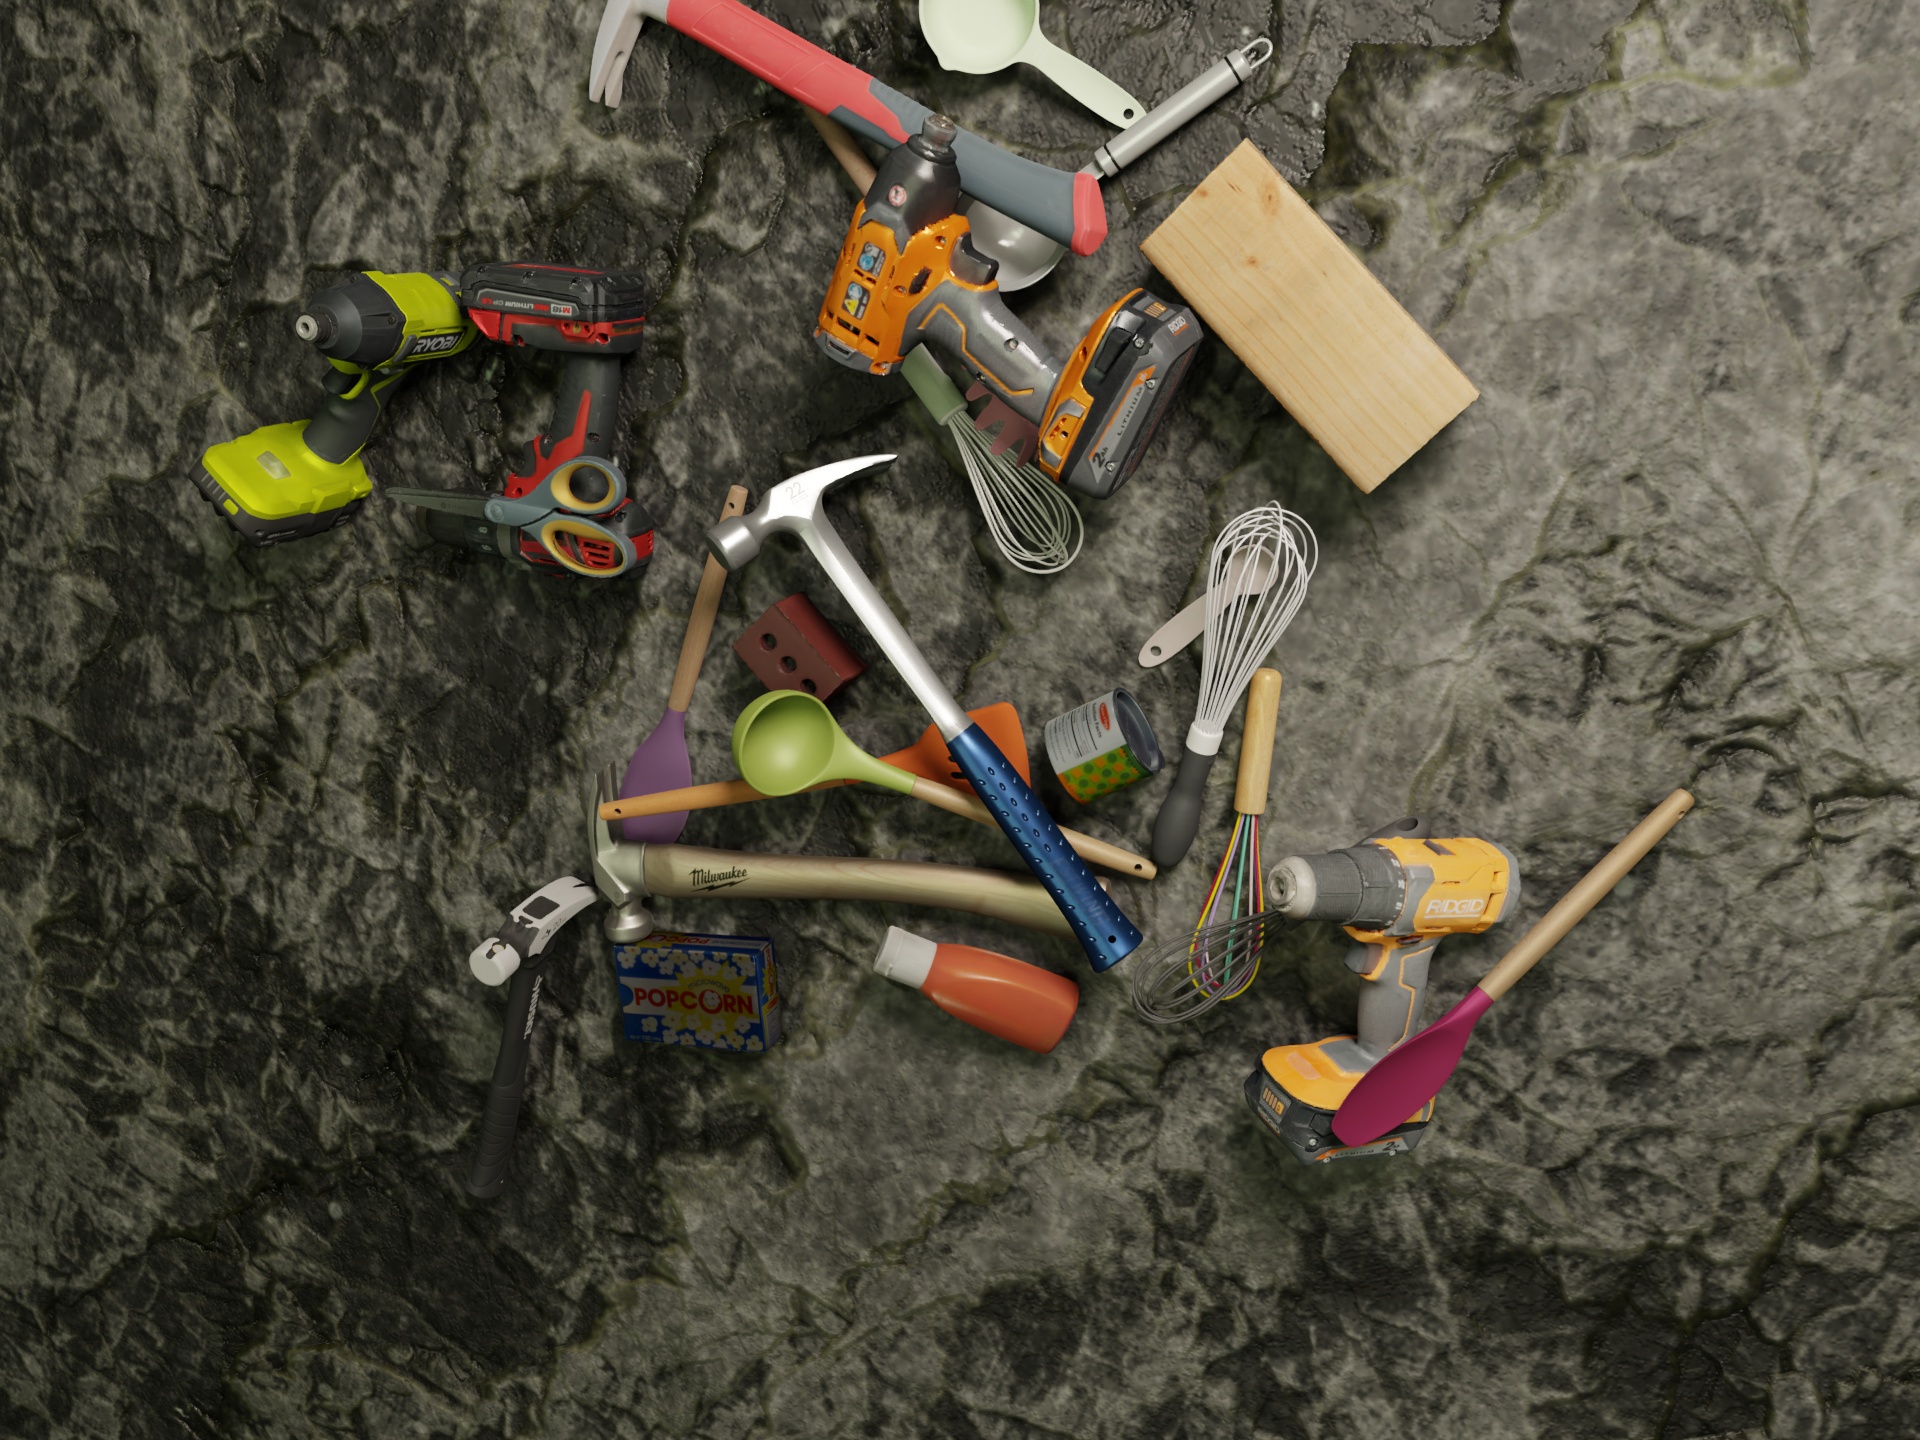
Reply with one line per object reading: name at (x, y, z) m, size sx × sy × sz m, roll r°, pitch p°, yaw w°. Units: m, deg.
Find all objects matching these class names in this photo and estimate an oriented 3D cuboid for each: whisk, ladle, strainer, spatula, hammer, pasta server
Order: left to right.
hammer at (-0.367, 0.274, 1.315) m, size 0.035 × 0.146 × 0.334 m, roll 25°, pitch 122°, yaw 10°
spatula at (-0.209, -0.031, 1.221) m, size 0.060 × 0.018 × 0.315 m, roll 23°, pitch 111°, yaw 9°
spatula at (-0.111, 0.046, 1.177) m, size 0.322 × 0.041 × 0.081 m, roll -9°, pitch 103°, yaw 2°
hammer at (-0.090, 0.112, 1.208) m, size 0.410 × 0.038 × 0.146 m, roll 2°, pitch 111°, yaw 15°
hammer at (-0.077, -0.392, 1.041) m, size 0.386 × 0.038 × 0.143 m, roll 34°, pitch 112°, yaw 15°
pasta server at (-0.032, -0.311, 1.075) m, size 0.040 × 0.060 × 0.316 m, roll -38°, pitch 85°, yaw 39°
ladle at (-0.009, 0.058, 1.133) m, size 0.320 × 0.062 × 0.078 m, roll 20°, pitch 97°, yaw -3°
hammer at (-0.002, -0.004, 1.109) m, size 0.144 × 0.035 × 0.405 m, roll -36°, pitch 92°, yaw -16°
whisk at (0.001, -0.205, 1.096) m, size 0.059 × 0.058 × 0.246 m, roll -36°, pitch 88°, yaw -1°
strainer at (0.089, -0.354, 1.026) m, size 0.258 × 0.050 × 0.087 m, roll -32°, pitch 74°, yaw 19°
whisk at (0.174, -0.015, 1.075) m, size 0.070 × 0.070 × 0.284 m, roll 19°, pitch 120°, yaw 11°
whisk at (0.196, 0.084, 1.115) m, size 0.047 × 0.051 × 0.245 m, roll 10°, pitch 105°, yaw 20°
whisk at (0.219, 0.132, 1.083) m, size 0.239 × 0.055 × 0.055 m, roll -32°, pitch 94°, yaw -3°

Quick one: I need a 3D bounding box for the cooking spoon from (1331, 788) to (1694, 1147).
cooking spoon at (0.360, 0.160, 1.035) m, size 0.319 × 0.017 × 0.068 m, roll -45°, pitch 127°, yaw 1°

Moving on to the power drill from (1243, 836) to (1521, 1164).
power drill at (0.261, 0.181, 1.058) m, size 0.185 × 0.084 × 0.226 m, roll 3°, pitch 113°, yaw -28°

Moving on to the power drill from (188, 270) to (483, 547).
power drill at (-0.461, -0.234, 1.164) m, size 0.080 × 0.171 × 0.223 m, roll 47°, pitch 116°, yaw 1°

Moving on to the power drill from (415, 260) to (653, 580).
power drill at (-0.318, -0.219, 1.175) m, size 0.188 × 0.080 × 0.226 m, roll 10°, pitch 111°, yaw 14°

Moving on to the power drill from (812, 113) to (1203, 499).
power drill at (0.029, -0.255, 0.977) m, size 0.226 × 0.084 × 0.164 m, roll 32°, pitch 126°, yaw 9°

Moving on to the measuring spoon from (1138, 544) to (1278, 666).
measuring spoon at (0.169, -0.078, 1.096) m, size 0.034 × 0.018 × 0.124 m, roll 47°, pitch 119°, yaw -3°

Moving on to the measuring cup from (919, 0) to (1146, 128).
measuring cup at (0.051, -0.433, 1.026) m, size 0.167 × 0.038 × 0.083 m, roll 31°, pitch 114°, yaw -11°
